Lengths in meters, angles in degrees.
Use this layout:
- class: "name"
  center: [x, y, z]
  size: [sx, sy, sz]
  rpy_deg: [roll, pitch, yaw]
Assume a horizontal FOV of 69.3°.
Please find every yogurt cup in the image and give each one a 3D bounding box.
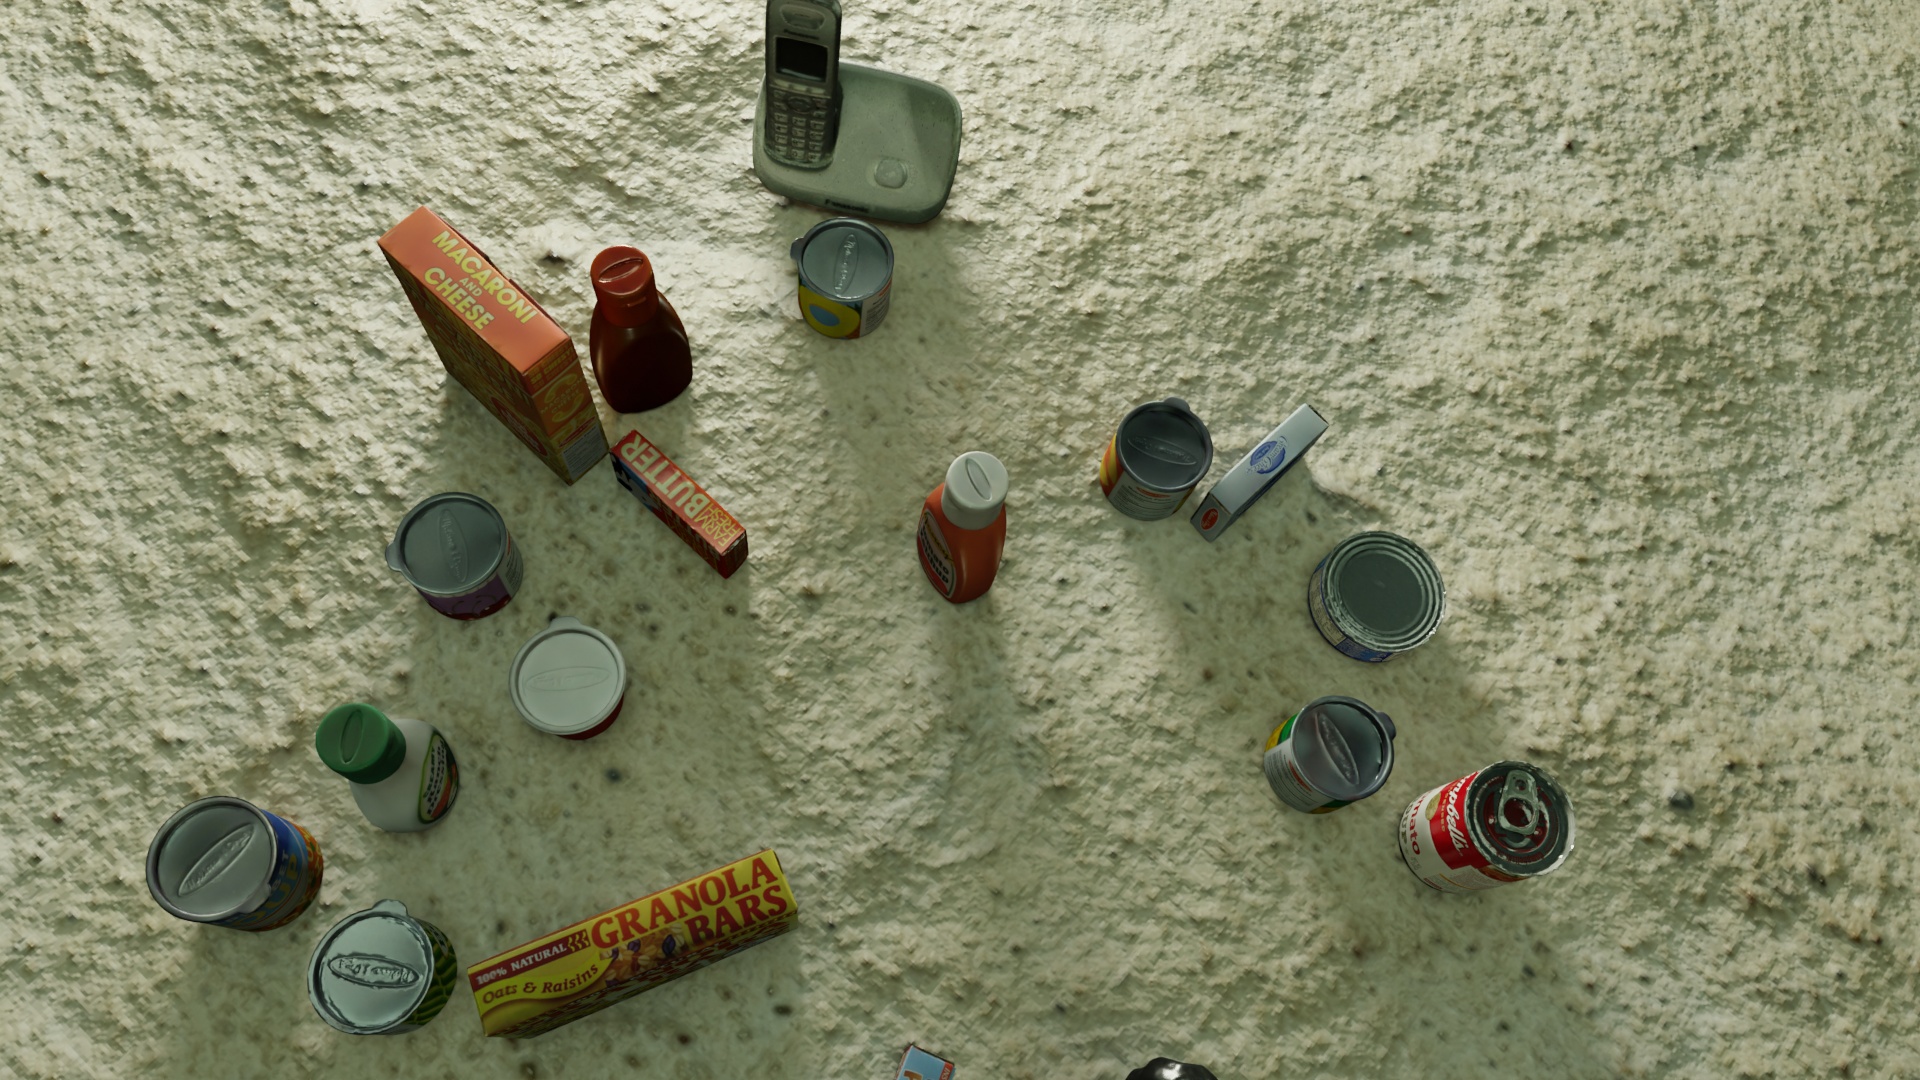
- class: "yogurt cup"
  center: [-0.236, 0.090, 0.848]
  size: [0.072, 0.053, 0.072]
  rpy_deg: [2, 70, -6]

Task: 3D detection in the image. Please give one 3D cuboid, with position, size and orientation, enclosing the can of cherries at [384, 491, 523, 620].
- class: "can of cherries"
  center: [-0.314, 0.011, 0.866]
  size: [0.071, 0.058, 0.072]
  rpy_deg: [2, 70, -6]

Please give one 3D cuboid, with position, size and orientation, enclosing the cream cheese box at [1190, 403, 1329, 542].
- class: "cream cheese box"
  center: [0.204, -0.046, 0.951]
  size: [0.104, 0.053, 0.024]
  rpy_deg: [-41, 79, -18]

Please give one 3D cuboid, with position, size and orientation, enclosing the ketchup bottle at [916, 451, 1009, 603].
- class: "ketchup bottle"
  center: [0.003, -0.011, 0.863]
  size: [0.043, 0.148, 0.065]
  rpy_deg: [-24, 74, -14]

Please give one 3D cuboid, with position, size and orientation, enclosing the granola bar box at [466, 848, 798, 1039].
- class: "granola bar box"
  center: [-0.174, 0.224, 0.768]
  size: [0.166, 0.123, 0.039]
  rpy_deg: [-20, 74, -13]

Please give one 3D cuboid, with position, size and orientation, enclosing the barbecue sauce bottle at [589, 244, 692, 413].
- class: "barbecue sauce bottle"
  center: [-0.207, -0.133, 0.884]
  size: [0.065, 0.148, 0.044]
  rpy_deg: [-27, 75, -15]

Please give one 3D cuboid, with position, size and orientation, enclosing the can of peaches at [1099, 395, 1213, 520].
- class: "can of peaches"
  center: [0.133, -0.055, 0.944]
  size: [0.071, 0.058, 0.071]
  rpy_deg: [2, 70, -6]

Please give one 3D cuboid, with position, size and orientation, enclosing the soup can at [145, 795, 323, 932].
- class: "soup can"
  center: [-0.401, 0.185, 0.777]
  size: [0.071, 0.083, 0.071]
  rpy_deg: [2, 70, -6]

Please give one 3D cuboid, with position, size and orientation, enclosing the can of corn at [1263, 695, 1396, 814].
- class: "can of corn"
  center: [0.235, 0.136, 0.884]
  size: [0.071, 0.058, 0.071]
  rpy_deg: [2, 70, -6]

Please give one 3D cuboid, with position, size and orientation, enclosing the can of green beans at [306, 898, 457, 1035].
- class: "can of green beans"
  center: [-0.322, 0.243, 0.779]
  size: [0.071, 0.057, 0.071]
  rpy_deg: [2, 70, -6]

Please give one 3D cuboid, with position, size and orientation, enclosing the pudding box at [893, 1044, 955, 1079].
- class: "pudding box"
  center: [-0.032, 0.331, 0.784]
  size: [0.030, 0.049, 0.084]
  rpy_deg: [23, 69, 2]

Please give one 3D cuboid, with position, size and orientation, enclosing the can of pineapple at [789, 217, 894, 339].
- class: "can of pineapple"
  center: [-0.082, -0.182, 0.966]
  size: [0.071, 0.057, 0.071]
  rpy_deg: [2, 70, -6]

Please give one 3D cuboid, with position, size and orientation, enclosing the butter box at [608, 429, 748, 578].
- class: "butter box"
  center: [-0.181, -0.023, 0.897]
  size: [0.103, 0.053, 0.024]
  rpy_deg: [41, 71, 9]

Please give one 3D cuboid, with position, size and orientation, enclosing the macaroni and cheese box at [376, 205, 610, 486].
- class: "macaroni and cheese box"
  center: [-0.283, -0.116, 0.859]
  size: [0.124, 0.166, 0.040]
  rpy_deg: [41, 71, 9]

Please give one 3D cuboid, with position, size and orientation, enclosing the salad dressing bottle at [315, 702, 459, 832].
- class: "salad dressing bottle"
  center: [-0.319, 0.125, 0.775]
  size: [0.044, 0.147, 0.064]
  rpy_deg: [6, 70, -4]
